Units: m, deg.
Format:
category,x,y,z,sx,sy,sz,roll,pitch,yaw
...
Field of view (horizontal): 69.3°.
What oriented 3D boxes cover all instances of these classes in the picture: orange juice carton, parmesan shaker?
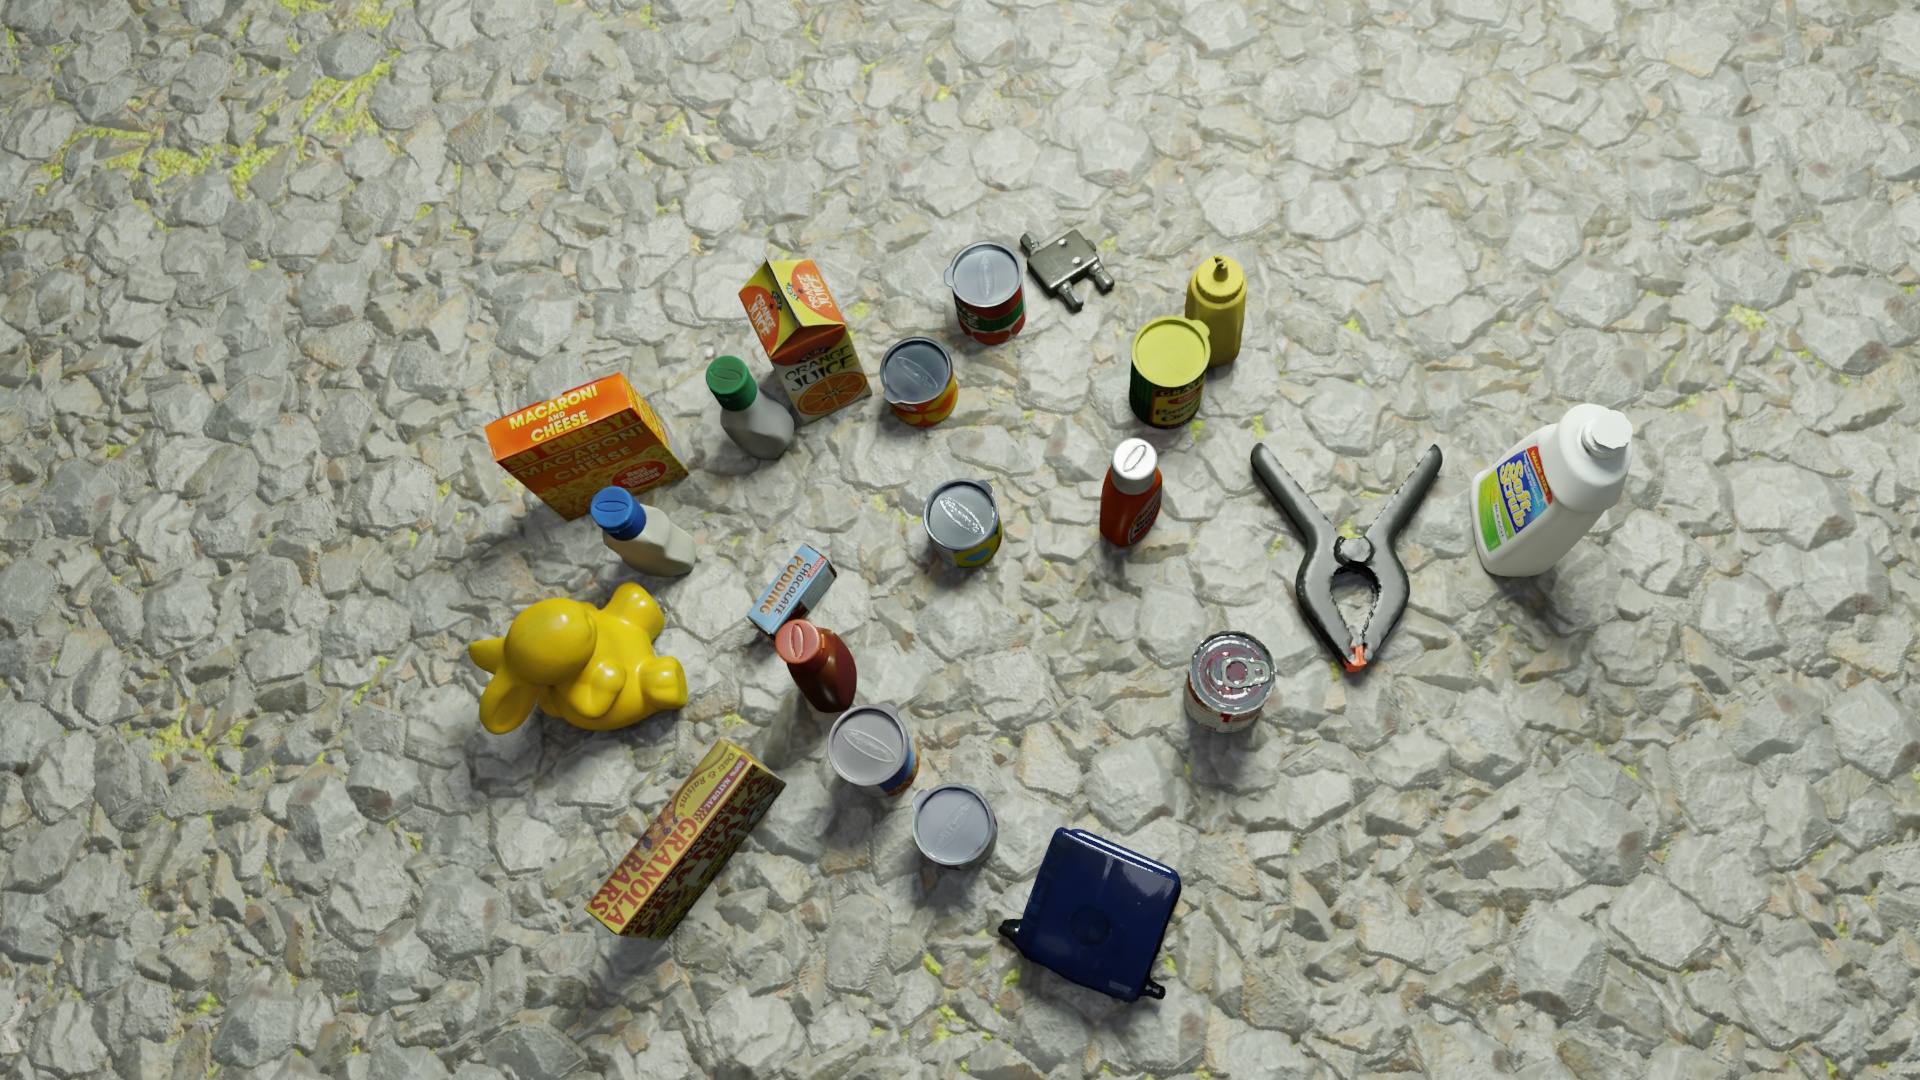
category,x,y,z,sx,sy,sz,roll,pitch,yaw
orange juice carton,-0.137,-0.180,1.220,0.073,0.192,0.072,-26,72,-2
parmesan shaker,0.185,-0.147,1.224,0.071,0.103,0.071,-2,73,5

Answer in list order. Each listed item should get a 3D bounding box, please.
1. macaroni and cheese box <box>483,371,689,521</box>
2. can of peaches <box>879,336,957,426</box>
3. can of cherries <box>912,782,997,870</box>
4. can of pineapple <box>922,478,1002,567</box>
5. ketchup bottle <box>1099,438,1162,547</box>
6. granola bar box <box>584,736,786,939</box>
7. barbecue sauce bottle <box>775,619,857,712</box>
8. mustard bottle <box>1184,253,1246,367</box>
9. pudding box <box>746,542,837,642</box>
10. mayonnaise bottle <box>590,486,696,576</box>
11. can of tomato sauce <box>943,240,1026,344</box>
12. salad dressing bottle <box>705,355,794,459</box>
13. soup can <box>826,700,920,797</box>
category,x,y,z,sx,sy,sz,roll,pitch,yaw
macaroni and cheese box,-0.324,-0.079,1.220,0.124,0.166,0.040,-22,72,-1
can of peaches,-0.039,-0.143,1.269,0.071,0.058,0.071,-2,72,5
can of cherries,-0.005,0.234,1.144,0.071,0.058,0.071,-2,72,5
can of pineapple,0.004,-0.015,1.223,0.071,0.057,0.071,-2,72,5
ketchup bottle,0.144,-0.043,1.171,0.043,0.148,0.065,35,79,15
granola bar box,-0.217,0.245,1.127,0.039,0.124,0.166,35,79,15
barbecue sauce bottle,-0.119,0.100,1.151,0.044,0.148,0.065,-6,72,4
mustard bottle,0.223,-0.206,1.209,0.049,0.160,0.065,-9,72,3
pudding box,-0.148,0.048,1.222,0.030,0.049,0.084,34,79,15
mayonnaise bottle,-0.277,-0.006,1.201,0.065,0.147,0.041,0,73,6
can of tomato sauce,0.024,-0.226,1.276,0.071,0.083,0.071,-2,72,5
salad dressing bottle,-0.188,-0.117,1.228,0.064,0.147,0.044,12,74,9
soup can,-0.069,0.174,1.156,0.071,0.083,0.071,-2,72,5
